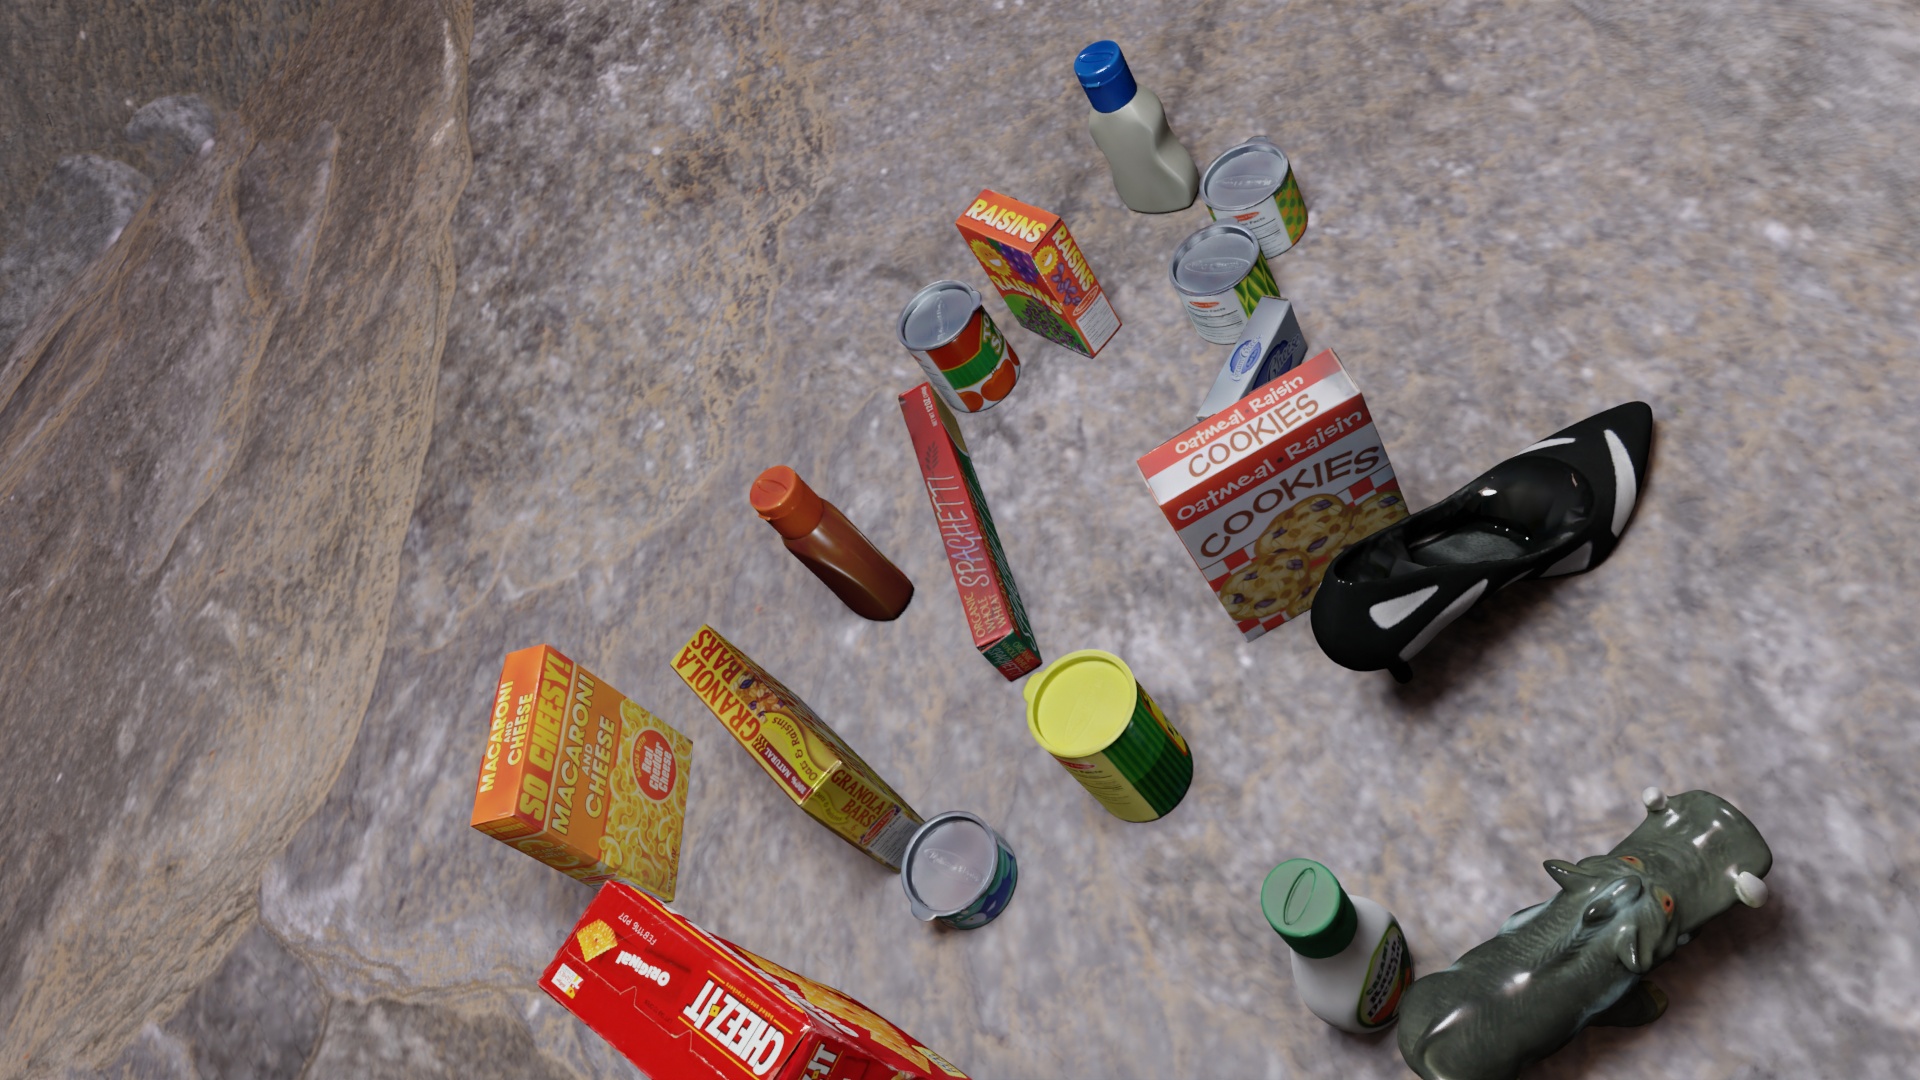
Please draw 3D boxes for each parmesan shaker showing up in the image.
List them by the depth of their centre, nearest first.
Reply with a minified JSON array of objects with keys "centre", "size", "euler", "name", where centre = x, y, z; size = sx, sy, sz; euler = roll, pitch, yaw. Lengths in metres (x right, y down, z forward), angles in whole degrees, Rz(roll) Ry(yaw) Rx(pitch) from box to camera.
[{"centre":[0.088,0.115,0.817],"size":[0.071,0.102,0.071],"euler":[-15,53,21],"name":"parmesan shaker"}]

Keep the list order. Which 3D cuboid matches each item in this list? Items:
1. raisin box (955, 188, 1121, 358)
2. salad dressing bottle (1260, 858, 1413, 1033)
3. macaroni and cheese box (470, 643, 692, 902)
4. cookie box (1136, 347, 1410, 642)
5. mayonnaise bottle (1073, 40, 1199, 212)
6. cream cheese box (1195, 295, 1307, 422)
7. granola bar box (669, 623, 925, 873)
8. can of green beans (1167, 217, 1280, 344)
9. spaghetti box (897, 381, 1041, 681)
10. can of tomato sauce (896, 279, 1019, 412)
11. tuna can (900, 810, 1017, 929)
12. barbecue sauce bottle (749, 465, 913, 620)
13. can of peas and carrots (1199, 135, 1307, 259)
[{"centre":[0.060,-0.199,1.035],"size":[0.040,0.123,0.086],"euler":[-50,49,-8],"name":"raisin box"},{"centre":[0.183,0.196,0.675],"size":[0.044,0.147,0.064],"euler":[16,69,37],"name":"salad dressing bottle"},{"centre":[-0.251,0.163,0.940],"size":[0.040,0.166,0.124],"euler":[-16,53,21],"name":"macaroni and cheese box"},{"centre":[0.188,-0.021,0.808],"size":[0.123,0.167,0.040],"euler":[-31,49,9],"name":"cookie box"},{"centre":[0.131,-0.312,1.054],"size":[0.065,0.147,0.041],"euler":[7,63,34],"name":"mayonnaise bottle"},{"centre":[0.199,-0.108,0.938],"size":[0.024,0.053,0.104],"euler":[18,69,38],"name":"cream cheese box"},{"centre":[-0.104,0.135,0.901],"size":[0.039,0.124,0.166],"euler":[-48,48,-6],"name":"granola bar box"},{"centre":[0.189,-0.183,0.992],"size":[0.071,0.057,0.071],"euler":[-15,53,21],"name":"can of green beans"},{"centre":[0.004,-0.012,0.989],"size":[0.028,0.050,0.251],"euler":[-28,49,11],"name":"spaghetti box"},{"centre":[0.001,-0.148,1.062],"size":[0.071,0.083,0.071],"euler":[-15,53,21],"name":"can of tomato sauce"},{"centre":[-0.002,0.205,0.855],"size":[0.071,0.032,0.071],"euler":[-15,53,21],"name":"tuna can"},{"centre":[-0.092,0.002,0.969],"size":[0.065,0.148,0.044],"euler":[20,71,38],"name":"barbecue sauce bottle"},{"centre":[0.217,-0.251,1.022],"size":[0.071,0.058,0.071],"euler":[-15,53,21],"name":"can of peas and carrots"}]
